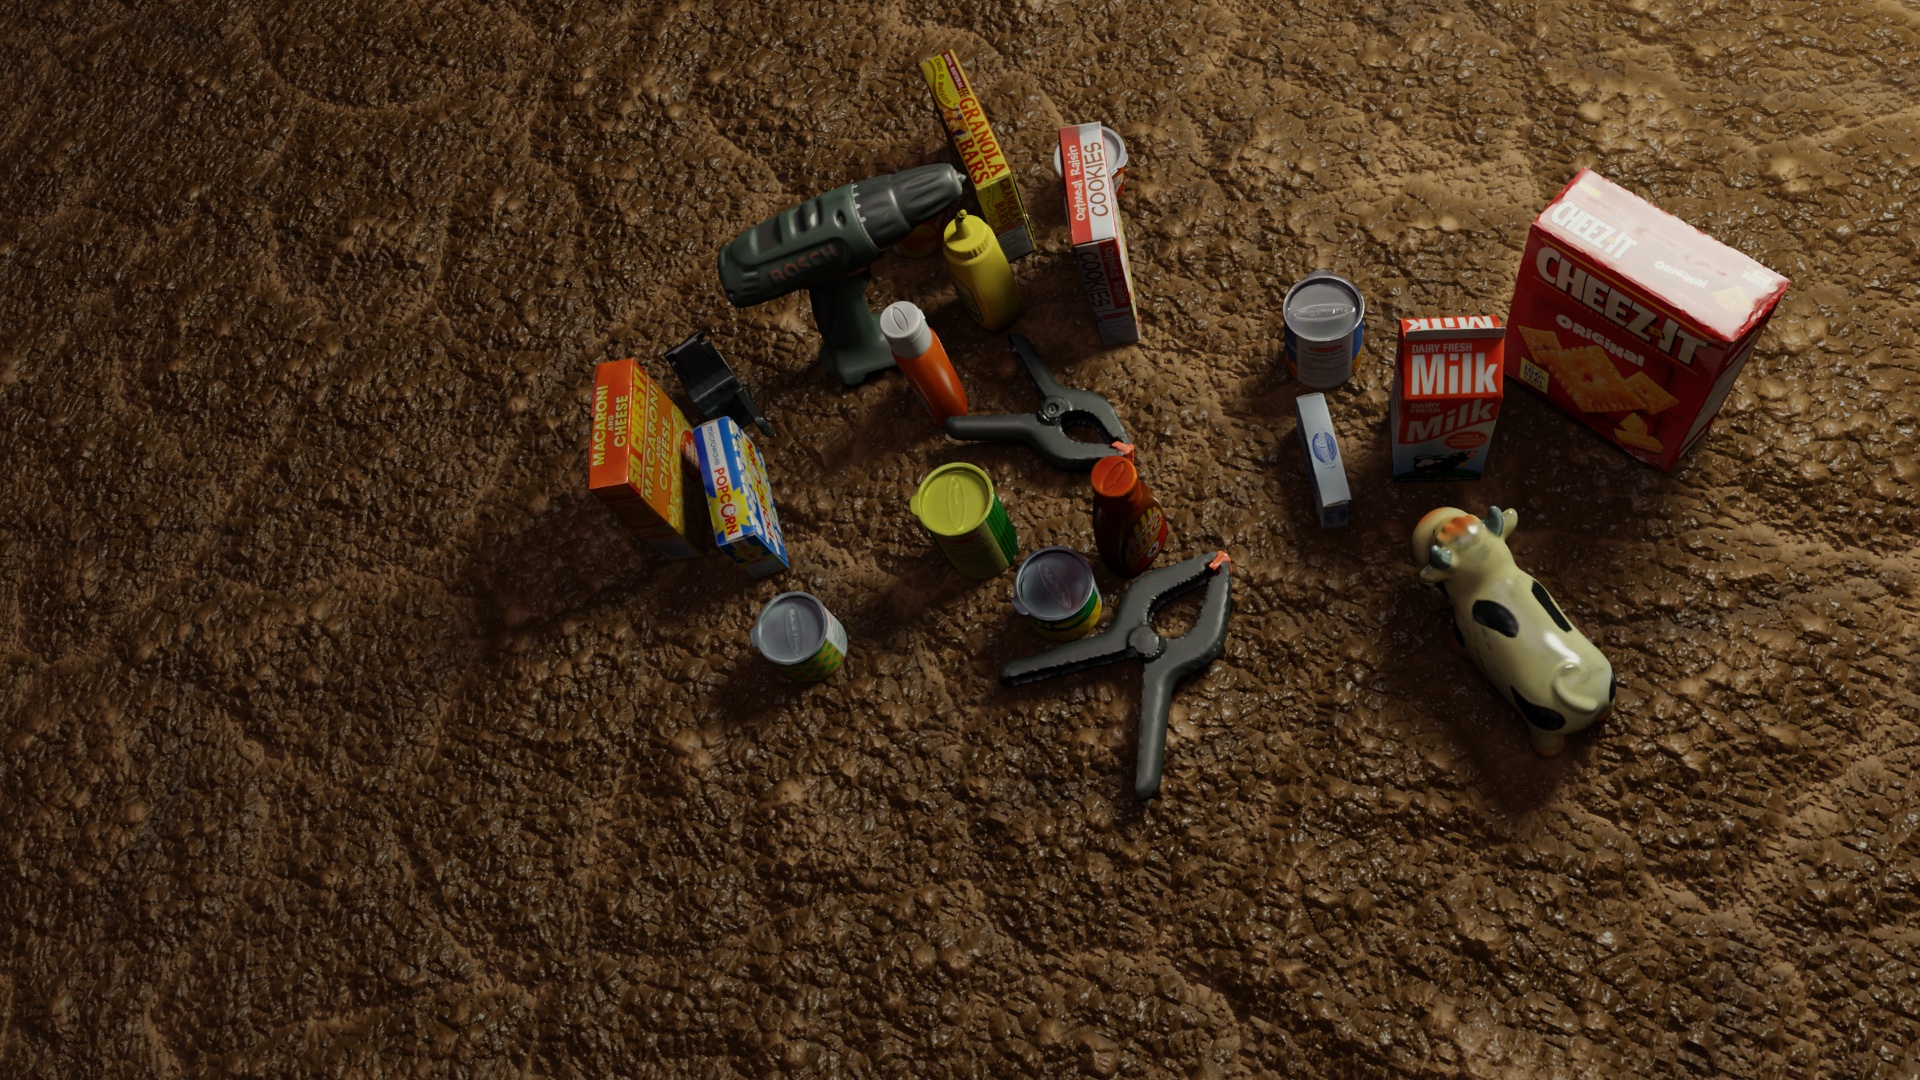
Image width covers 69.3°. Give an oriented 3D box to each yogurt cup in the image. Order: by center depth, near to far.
[{"bbox_3d":[0.127,-0.354,1.330,0.072,0.053,0.072,-5,66,12],"label":"yogurt cup"}]

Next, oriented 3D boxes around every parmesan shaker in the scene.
[{"bbox_3d":[0.004,-0.015,1.187,0.071,0.102,0.071,-5,66,12],"label":"parmesan shaker"}]

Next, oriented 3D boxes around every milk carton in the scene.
[{"bbox_3d":[0.378,-0.117,1.086,0.072,0.190,0.074,-1,67,14],"label":"milk carton"}]

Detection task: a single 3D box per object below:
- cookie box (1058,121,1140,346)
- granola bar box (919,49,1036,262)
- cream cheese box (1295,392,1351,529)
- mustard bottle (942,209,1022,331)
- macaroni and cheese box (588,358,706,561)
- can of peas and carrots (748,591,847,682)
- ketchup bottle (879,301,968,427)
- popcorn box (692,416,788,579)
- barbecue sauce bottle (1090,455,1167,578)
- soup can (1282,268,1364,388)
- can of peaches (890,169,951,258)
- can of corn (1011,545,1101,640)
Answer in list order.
[{"bbox_3d":[0.123,-0.268,1.230,0.040,0.167,0.123,-10,66,11],"label":"cookie box"},{"bbox_3d":[0.018,-0.364,1.323,0.039,0.124,0.166,-23,64,4],"label":"granola bar box"},{"bbox_3d":[0.303,-0.066,1.160,0.024,0.053,0.104,-12,65,10],"label":"cream cheese box"},{"bbox_3d":[0.014,-0.250,1.254,0.049,0.159,0.065,-38,64,-3],"label":"mustard bottle"},{"bbox_3d":[-0.278,-0.068,1.247,0.040,0.166,0.124,-8,66,11],"label":"macaroni and cheese box"},{"bbox_3d":[-0.140,0.085,1.205,0.071,0.058,0.071,-5,66,12],"label":"can of peas and carrots"},{"bbox_3d":[-0.033,-0.159,1.233,0.043,0.148,0.065,-28,64,2],"label":"ketchup bottle"},{"bbox_3d":[-0.199,-0.038,1.259,0.038,0.085,0.127,-20,64,6],"label":"popcorn box"},{"bbox_3d":[0.134,-0.022,1.131,0.044,0.148,0.065,34,79,24],"label":"barbecue sauce bottle"},{"bbox_3d":[0.311,-0.180,1.191,0.071,0.083,0.071,-5,66,12],"label":"soup can"},{"bbox_3d":[-0.045,-0.318,1.356,0.071,0.058,0.071,-5,66,12],"label":"can of peaches"},{"bbox_3d":[0.081,0.047,1.166,0.071,0.058,0.071,-5,66,12],"label":"can of corn"}]
